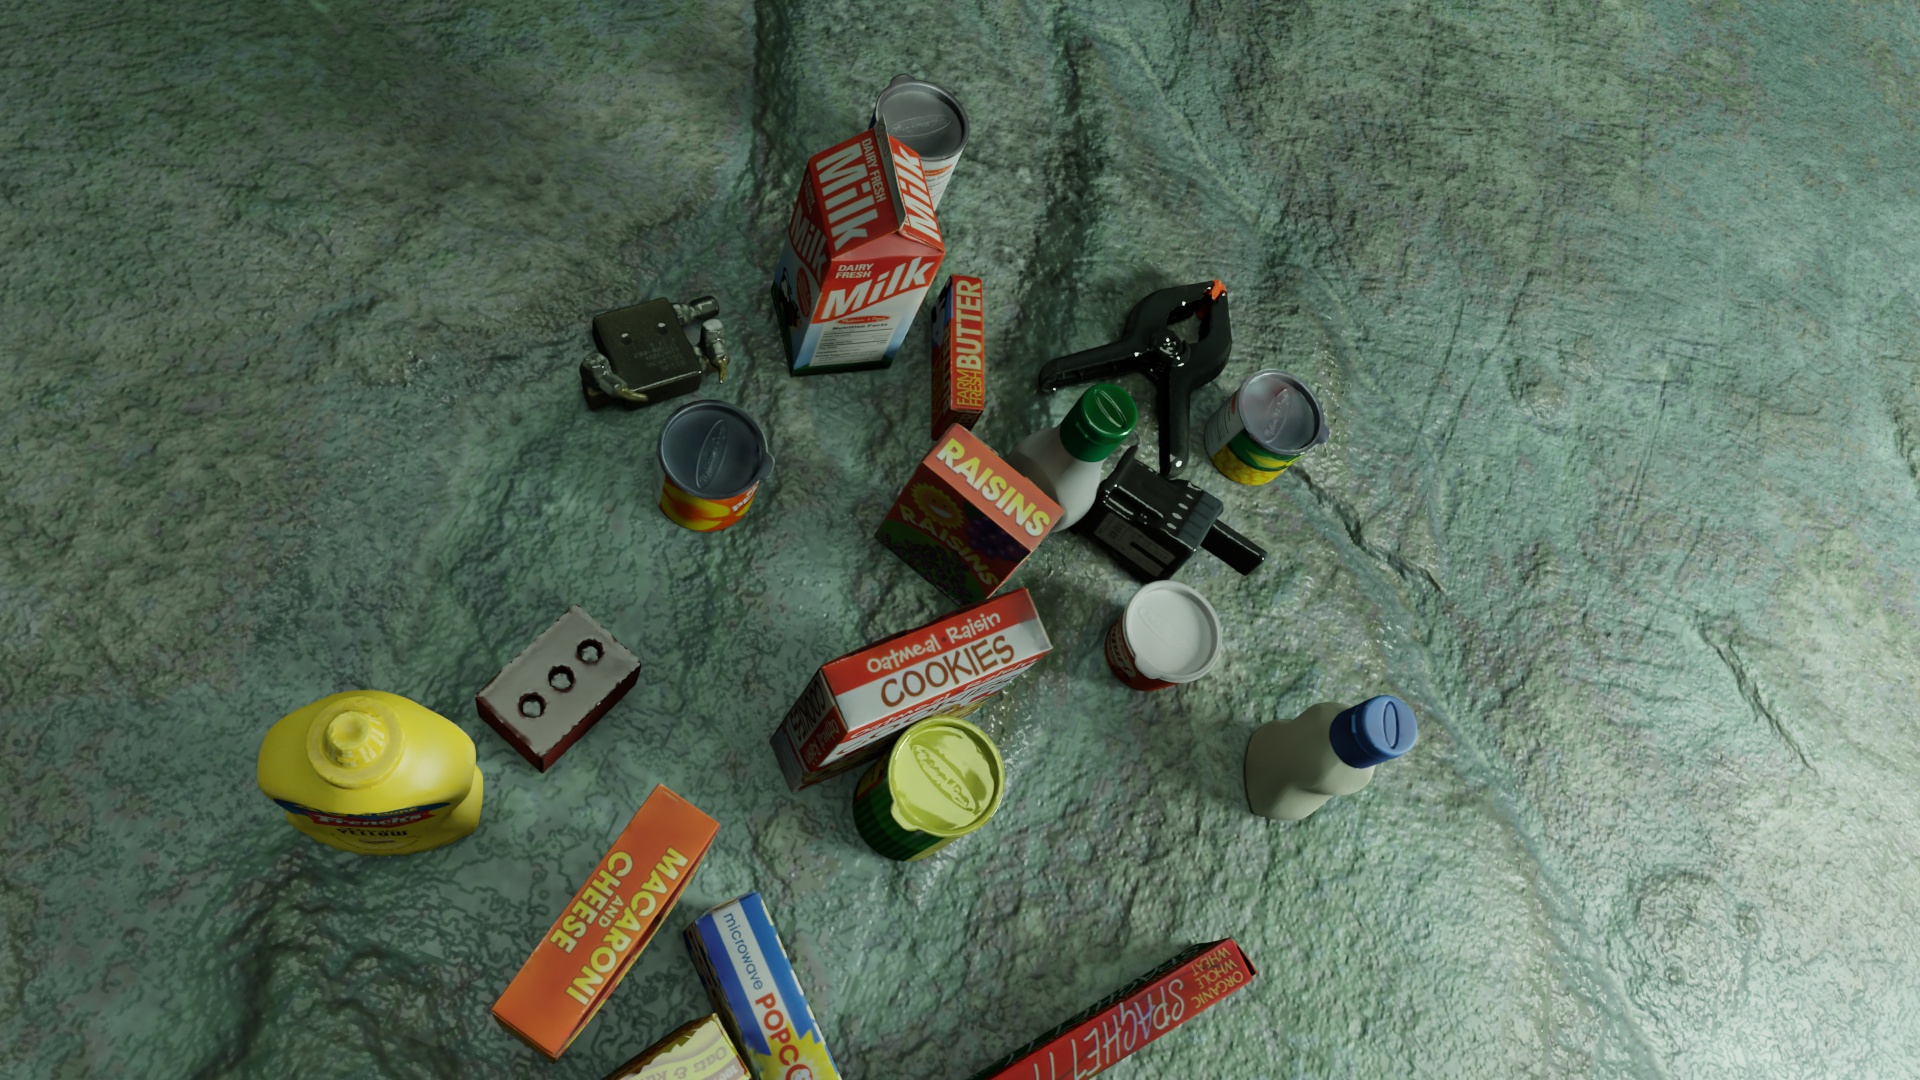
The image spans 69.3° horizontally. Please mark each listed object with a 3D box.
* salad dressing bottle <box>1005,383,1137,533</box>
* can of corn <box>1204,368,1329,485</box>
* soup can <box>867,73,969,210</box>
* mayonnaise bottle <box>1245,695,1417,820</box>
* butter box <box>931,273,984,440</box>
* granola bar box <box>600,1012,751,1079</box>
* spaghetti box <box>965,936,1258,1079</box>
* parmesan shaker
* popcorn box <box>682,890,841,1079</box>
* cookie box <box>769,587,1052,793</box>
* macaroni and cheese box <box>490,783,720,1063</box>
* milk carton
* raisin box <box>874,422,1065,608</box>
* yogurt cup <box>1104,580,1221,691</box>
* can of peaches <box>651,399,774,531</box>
[{"bbox_3d":[0.068,-0.051,0.881,0.044,0.147,0.064,-32,81,-25],"label":"salad dressing bottle"},{"bbox_3d":[0.217,-0.078,0.987,0.071,0.058,0.071,6,68,-15],"label":"can of corn"},{"bbox_3d":[-0.037,-0.271,0.972,0.071,0.083,0.071,6,68,-15],"label":"soup can"},{"bbox_3d":[0.226,0.131,0.857,0.041,0.147,0.065,11,67,-13],"label":"mayonnaise bottle"},{"bbox_3d":[-0.002,-0.123,0.941,0.024,0.053,0.104,6,68,-15],"label":"butter box"},{"bbox_3d":[-0.188,0.297,0.677,0.166,0.123,0.039,-29,80,-25],"label":"granola bar box"},{"bbox_3d":[0.058,0.296,0.794,0.251,0.050,0.029,-22,77,-23],"label":"spaghetti box"},{"bbox_3d":[-0.023,0.147,0.799,0.071,0.102,0.071,6,68,-15],"label":"parmesan shaker"},{"bbox_3d":[-0.105,0.255,0.741,0.038,0.085,0.127,-21,77,-23],"label":"popcorn box"},{"bbox_3d":[-0.033,0.087,0.784,0.123,0.166,0.040,-21,77,-23],"label":"cookie box"},{"bbox_3d":[-0.178,0.196,0.697,0.040,0.165,0.124,35,64,-1],"label":"macaroni and cheese box"},{"bbox_3d":[-0.063,-0.179,0.868,0.073,0.189,0.072,-8,72,-19],"label":"milk carton"},{"bbox_3d":[0.003,-0.011,0.859,0.086,0.123,0.040,40,64,1],"label":"raisin box"},{"bbox_3d":[0.129,0.066,0.905,0.072,0.053,0.072,6,68,-15],"label":"yogurt cup"},{"bbox_3d":[-0.154,-0.044,0.860,0.071,0.057,0.071,6,68,-15],"label":"can of peaches"}]
